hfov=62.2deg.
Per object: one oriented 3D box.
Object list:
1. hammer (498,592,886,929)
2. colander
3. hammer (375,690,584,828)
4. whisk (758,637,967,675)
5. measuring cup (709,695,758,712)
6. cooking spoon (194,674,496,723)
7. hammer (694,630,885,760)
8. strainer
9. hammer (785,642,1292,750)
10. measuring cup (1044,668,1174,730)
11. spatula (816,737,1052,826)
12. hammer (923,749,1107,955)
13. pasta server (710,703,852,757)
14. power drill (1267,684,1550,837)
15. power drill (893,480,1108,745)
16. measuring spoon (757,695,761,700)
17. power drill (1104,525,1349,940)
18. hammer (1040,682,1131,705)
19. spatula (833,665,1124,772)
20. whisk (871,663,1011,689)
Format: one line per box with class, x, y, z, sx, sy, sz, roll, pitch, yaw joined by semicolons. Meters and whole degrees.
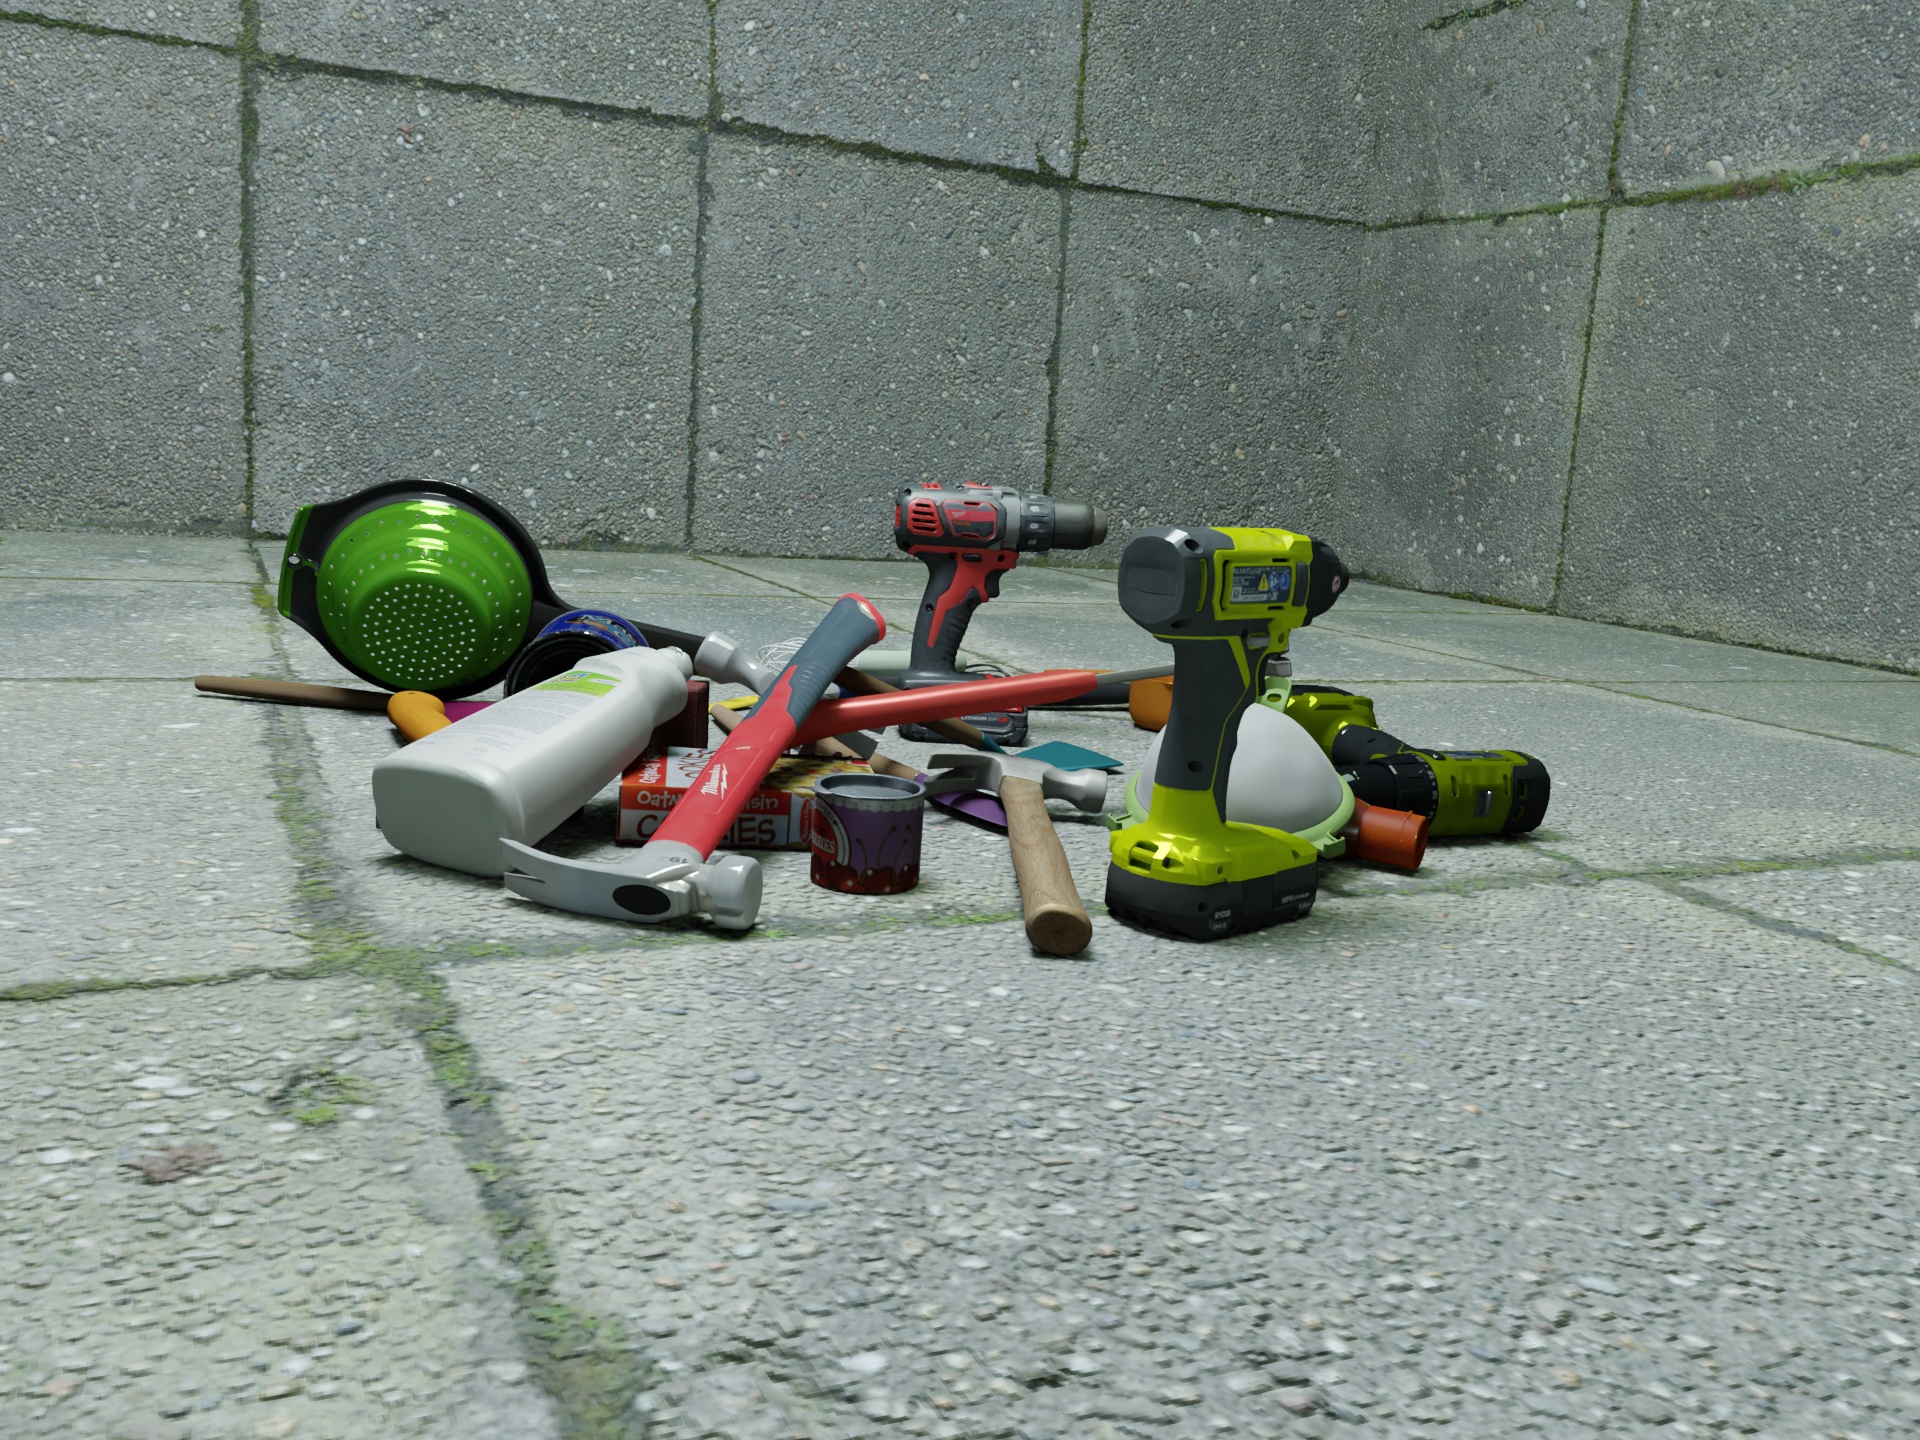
hammer;-0.137;0.006;0.994;0.143;0.038;0.386;6;28;12
colander;-0.377;-0.075;1.365;0.397;0.204;0.095;13;24;-20
hammer;-0.374;0.021;1.135;0.127;0.034;0.337;0;11;-29
whisk;-0.100;-0.057;1.561;0.246;0.057;0.059;2;51;32
measuring cup;-0.233;-0.022;1.447;0.062;0.029;0.156;11;14;35
cooking spoon;-0.494;-0.017;1.344;0.319;0.017;0.069;6;9;5
hammer;-0.110;-0.023;1.332;0.144;0.035;0.405;28;3;3
strainer;0.200;0.004;1.090;0.151;0.069;0.256;5;27;18
hammer;0.047;-0.021;1.123;0.359;0.037;0.149;-8;1;-13
measuring cup;0.166;-0.021;1.551;0.173;0.052;0.095;4;10;13
spatula;-0.043;0.041;1.203;0.059;0.018;0.316;-1;12;-39
hammer;0.043;0.072;0.981;0.130;0.031;0.331;11;12;-4
pasta server;-0.159;0.010;1.276;0.060;0.040;0.316;27;-1;-23
power drill;0.306;0.034;1.223;0.190;0.080;0.229;0;13;-26
power drill;0.030;-0.096;1.407;0.188;0.226;0.080;3;10;-6
measuring spoon;-0.170;-0.002;1.424;0.034;0.018;0.124;4;17;-1
power drill;0.158;0.002;0.912;0.171;0.223;0.080;-5;14;-42
hammer;0.174;-0.027;1.630;0.334;0.035;0.146;0;10;-20
spatula;-0.002;-0.004;1.237;0.317;0.044;0.082;25;-3;-41
whisk;-0.028;-0.034;1.573;0.055;0.055;0.239;-4;8;-40
